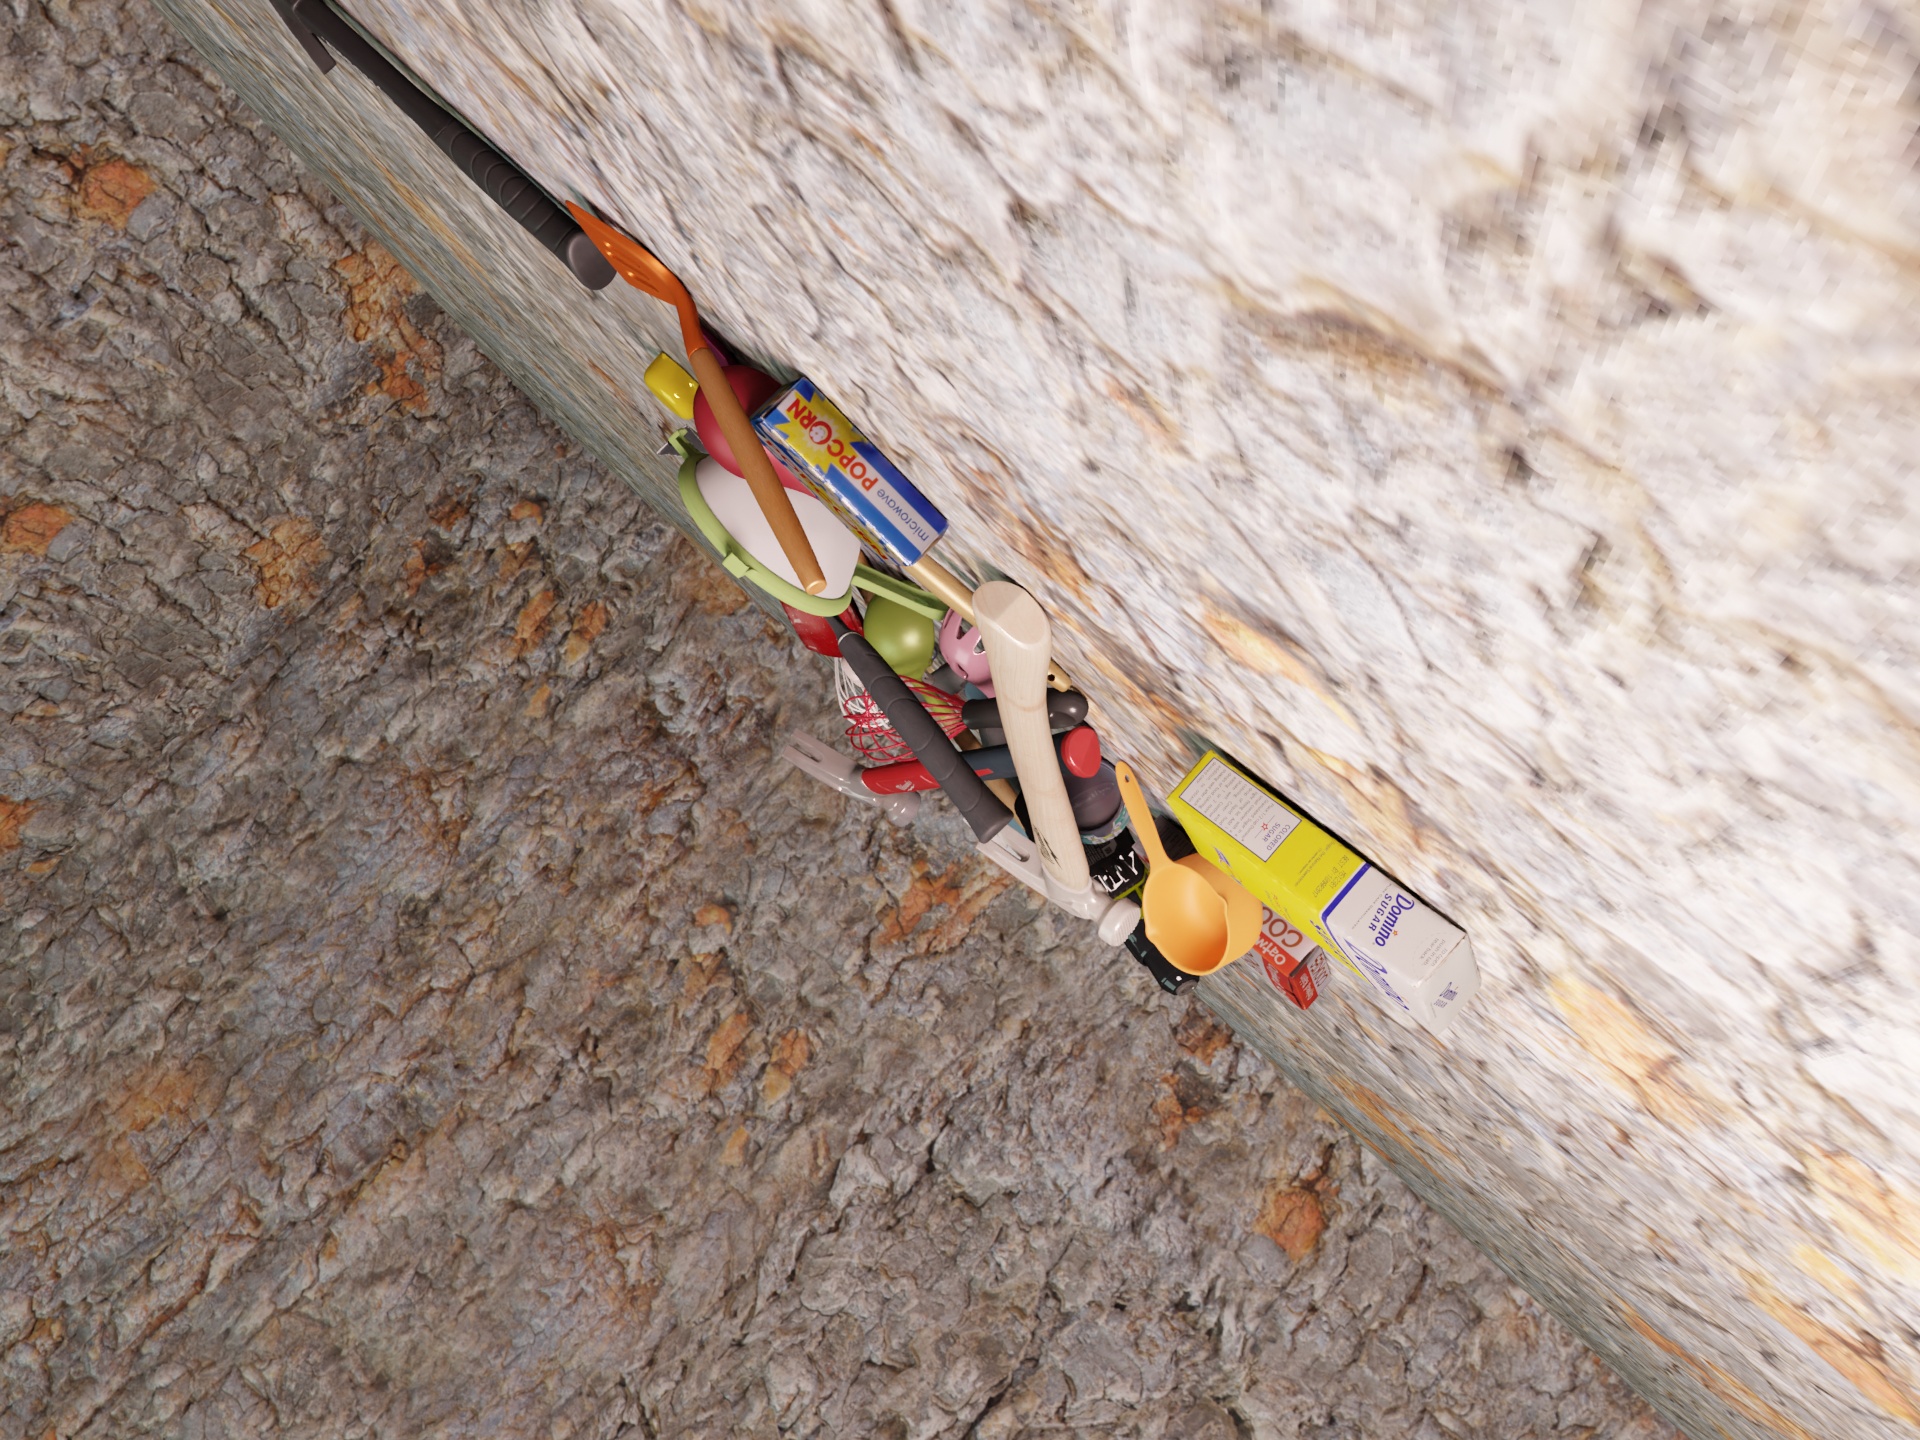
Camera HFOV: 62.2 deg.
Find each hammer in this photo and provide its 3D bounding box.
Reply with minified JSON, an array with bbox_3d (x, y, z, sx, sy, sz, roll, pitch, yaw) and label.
[{"bbox_3d":[-0.089,-0.070,1.169,0.409,0.036,0.149,52,-170,24],"label":"hammer"},{"bbox_3d":[0.047,0.030,1.120,0.146,0.038,0.410,33,159,27],"label":"hammer"},{"bbox_3d":[0.048,0.059,1.535,0.128,0.033,0.330,25,156,23],"label":"hammer"},{"bbox_3d":[-0.016,0.034,1.351,0.143,0.038,0.386,32,159,-23],"label":"hammer"},{"bbox_3d":[-0.363,-0.412,1.096,0.335,0.035,0.146,42,175,6],"label":"hammer"}]

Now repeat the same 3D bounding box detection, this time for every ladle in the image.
[{"bbox_3d":[-0.047,-0.117,1.046,0.315,0.069,0.031,38,-154,-15],"label":"ladle"},{"bbox_3d":[0.007,0.000,1.388,0.078,0.062,0.319,38,169,47],"label":"ladle"}]

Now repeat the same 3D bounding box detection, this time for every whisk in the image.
[{"bbox_3d":[-0.002,-0.004,1.218,0.073,0.073,0.296,45,154,-25],"label":"whisk"},{"bbox_3d":[-0.044,-0.025,1.518,0.055,0.055,0.239,44,154,-12],"label":"whisk"},{"bbox_3d":[-0.112,-0.090,1.475,0.247,0.058,0.059,65,-174,32],"label":"whisk"},{"bbox_3d":[-0.073,-0.098,1.484,0.047,0.051,0.244,47,175,24],"label":"whisk"}]

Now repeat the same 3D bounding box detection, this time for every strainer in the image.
[{"bbox_3d":[-0.082,-0.134,1.136,0.256,0.069,0.152,21,-149,-45],"label":"strainer"}]

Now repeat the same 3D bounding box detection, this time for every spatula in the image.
[{"bbox_3d":[-0.154,-0.195,0.950,0.323,0.041,0.081,62,-175,27],"label":"spatula"}]

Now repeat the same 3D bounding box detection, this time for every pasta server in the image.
[{"bbox_3d":[0.042,-0.021,1.319,0.060,0.040,0.316,41,179,24],"label":"pasta server"}]

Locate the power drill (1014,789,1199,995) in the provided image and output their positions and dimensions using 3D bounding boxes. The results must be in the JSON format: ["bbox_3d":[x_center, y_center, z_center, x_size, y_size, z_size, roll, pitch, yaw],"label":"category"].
[{"bbox_3d":[0.143,0.148,1.466,0.191,0.080,0.228,60,-174,32],"label":"power drill"}]

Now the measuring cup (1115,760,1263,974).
[{"bbox_3d":[0.171,0.106,1.218,0.095,0.052,0.174,-36,73,51],"label":"measuring cup"}]

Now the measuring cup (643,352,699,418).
[{"bbox_3d":[-0.210,-0.251,1.288,0.157,0.029,0.062,41,176,42],"label":"measuring cup"}]

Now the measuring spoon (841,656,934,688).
[{"bbox_3d":[-0.056,-0.043,1.361,0.124,0.018,0.034,3,-128,-55],"label":"measuring spoon"}]

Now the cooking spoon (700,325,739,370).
[{"bbox_3d":[-0.148,-0.216,1.167,0.069,0.017,0.318,47,176,12],"label":"cooking spoon"}]
